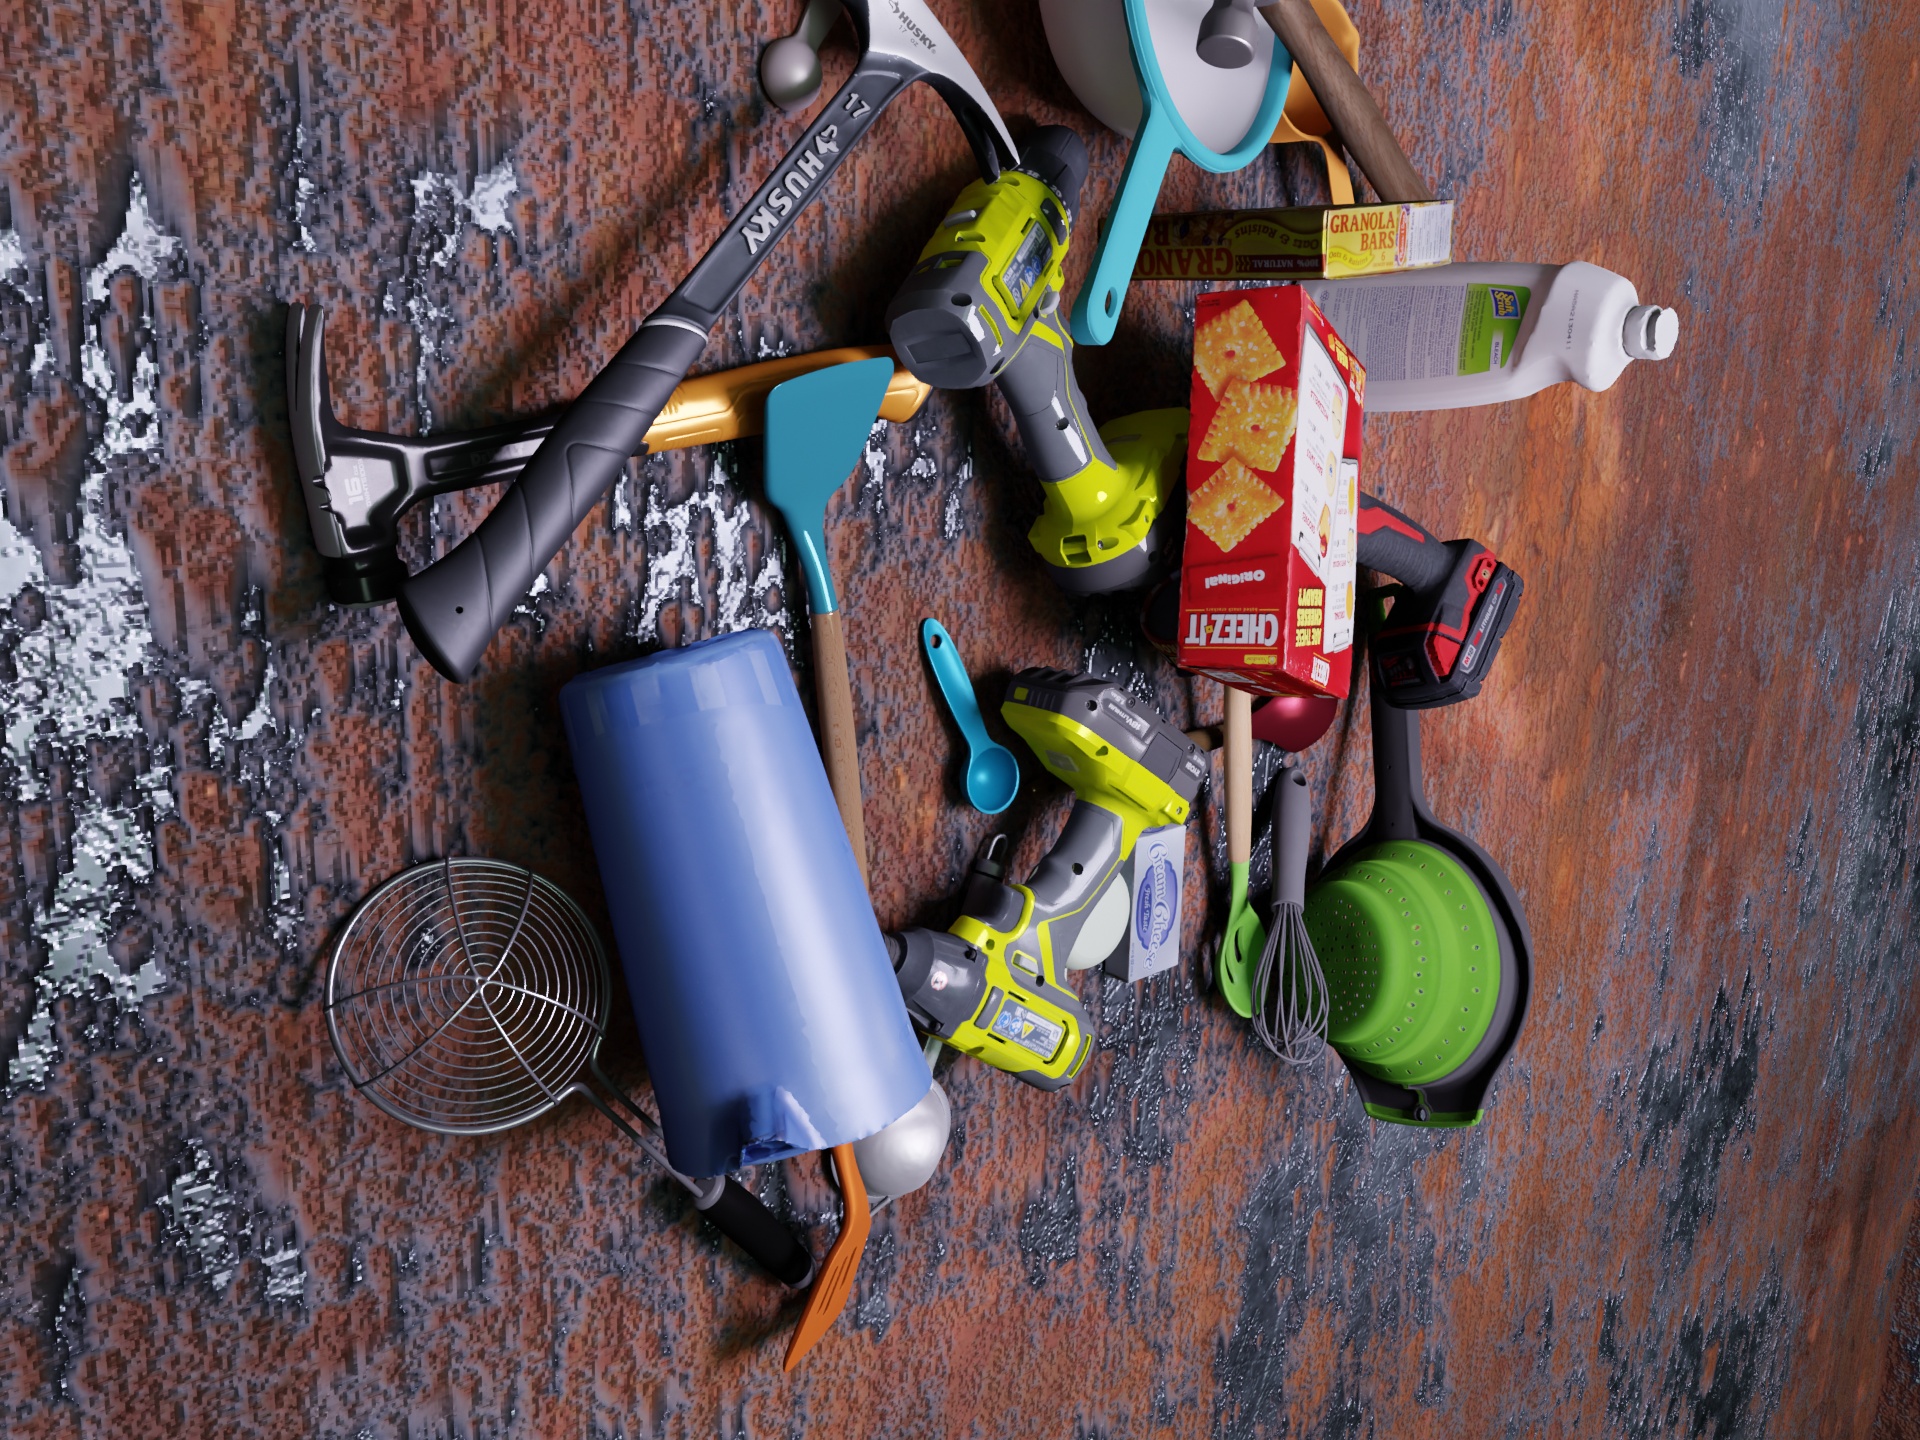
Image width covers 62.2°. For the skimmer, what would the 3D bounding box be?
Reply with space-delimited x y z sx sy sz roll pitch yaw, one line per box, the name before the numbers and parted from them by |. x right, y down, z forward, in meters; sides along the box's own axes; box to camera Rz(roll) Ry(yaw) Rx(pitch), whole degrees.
skimmer | -0.179 0.206 0.826 0.127 0.090 0.362 -57 142 -25

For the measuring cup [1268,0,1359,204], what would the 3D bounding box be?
measuring cup | 0.217 -0.376 1.021 0.095 0.052 0.173 -41 127 -27

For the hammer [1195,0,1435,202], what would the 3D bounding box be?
hammer | 0.226 -0.377 0.947 0.331 0.031 0.130 20 79 -56

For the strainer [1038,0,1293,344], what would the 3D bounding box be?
strainer | 0.084 -0.348 0.854 0.210 0.095 0.340 39 64 -52

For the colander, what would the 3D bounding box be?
colander | 0.294 0.091 1.147 0.094 0.204 0.397 6 78 -33

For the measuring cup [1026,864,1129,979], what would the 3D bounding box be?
measuring cup | 0.075 0.168 1.038 0.083 0.038 0.167 -7 103 -41

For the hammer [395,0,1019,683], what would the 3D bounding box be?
hammer | -0.115 -0.185 0.721 0.149 0.036 0.409 40 68 -21

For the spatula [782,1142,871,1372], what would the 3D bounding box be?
spatula | -0.080 0.204 0.900 0.081 0.041 0.322 -20 106 -68

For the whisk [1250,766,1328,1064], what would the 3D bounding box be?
whisk | 0.231 0.130 1.108 0.055 0.055 0.239 47 40 -39

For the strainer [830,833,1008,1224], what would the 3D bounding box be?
strainer | -0.014 0.191 0.965 0.086 0.050 0.258 24 81 -38

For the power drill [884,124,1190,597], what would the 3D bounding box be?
power drill | 0.060 -0.202 0.895 0.228 0.080 0.191 56 46 -35

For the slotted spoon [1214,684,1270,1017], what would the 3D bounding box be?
slotted spoon | 0.194 0.073 1.108 0.070 0.031 0.313 -37 130 -45

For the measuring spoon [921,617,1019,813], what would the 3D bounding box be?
measuring spoon | -0.002 -0.003 0.946 0.042 0.021 0.128 -35 113 -33

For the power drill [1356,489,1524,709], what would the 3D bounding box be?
power drill | 0.270 -0.107 1.086 0.219 0.078 0.143 37 70 -19

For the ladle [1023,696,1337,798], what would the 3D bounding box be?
ladle | 0.163 0.013 1.089 0.315 0.031 0.069 -14 112 -37

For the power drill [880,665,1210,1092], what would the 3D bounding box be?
power drill | 0.043 0.088 0.930 0.171 0.080 0.223 35 77 -37

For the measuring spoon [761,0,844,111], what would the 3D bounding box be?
measuring spoon | -0.062 -0.361 0.794 0.034 0.018 0.124 32 78 -42

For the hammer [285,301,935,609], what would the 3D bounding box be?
hammer | -0.147 -0.152 0.760 0.337 0.034 0.127 -20 115 -38

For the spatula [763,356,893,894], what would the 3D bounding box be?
spatula | -0.065 -0.032 0.851 0.082 0.044 0.317 -25 120 -40
